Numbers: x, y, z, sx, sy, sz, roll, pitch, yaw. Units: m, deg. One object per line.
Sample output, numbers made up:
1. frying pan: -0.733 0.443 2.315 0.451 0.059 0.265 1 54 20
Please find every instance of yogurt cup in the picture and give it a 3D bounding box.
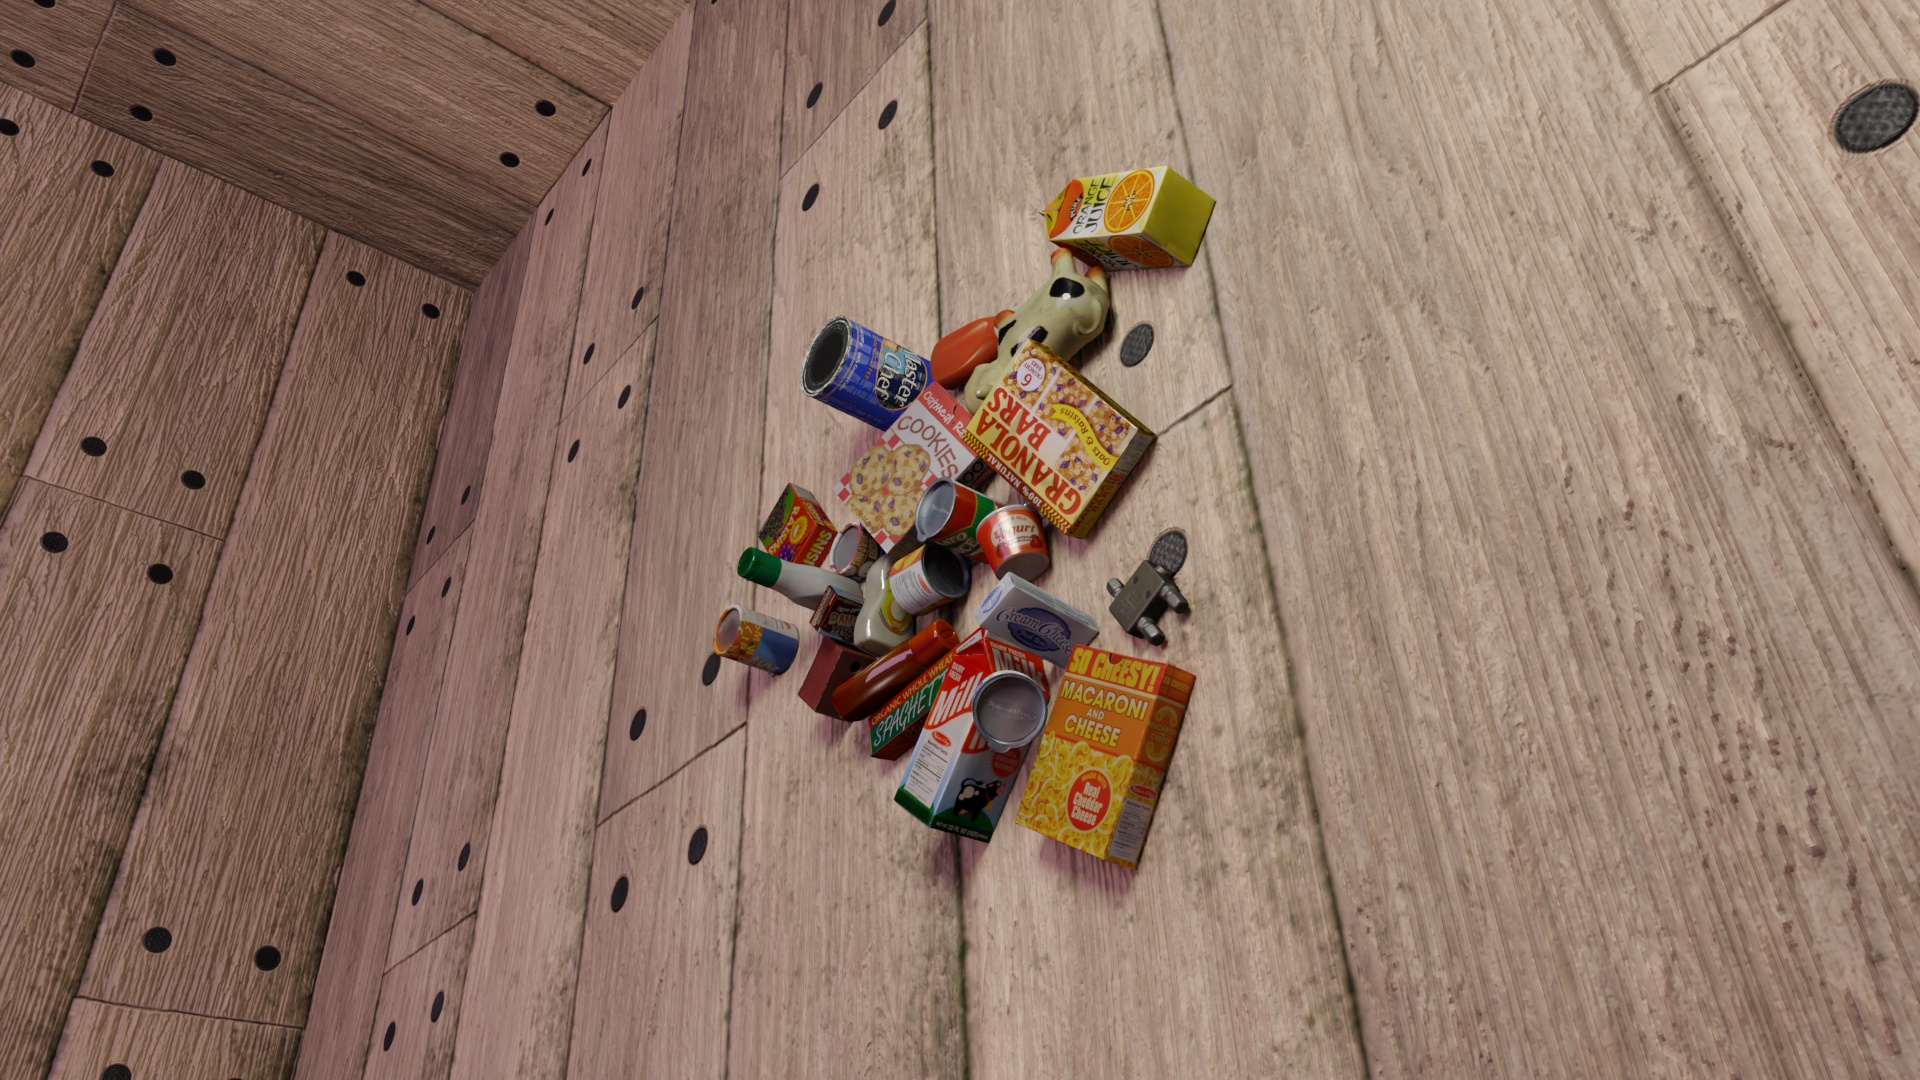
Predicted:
1. yogurt cup: 0.054 0.006 1.356 0.072 0.072 0.054 -43 47 32

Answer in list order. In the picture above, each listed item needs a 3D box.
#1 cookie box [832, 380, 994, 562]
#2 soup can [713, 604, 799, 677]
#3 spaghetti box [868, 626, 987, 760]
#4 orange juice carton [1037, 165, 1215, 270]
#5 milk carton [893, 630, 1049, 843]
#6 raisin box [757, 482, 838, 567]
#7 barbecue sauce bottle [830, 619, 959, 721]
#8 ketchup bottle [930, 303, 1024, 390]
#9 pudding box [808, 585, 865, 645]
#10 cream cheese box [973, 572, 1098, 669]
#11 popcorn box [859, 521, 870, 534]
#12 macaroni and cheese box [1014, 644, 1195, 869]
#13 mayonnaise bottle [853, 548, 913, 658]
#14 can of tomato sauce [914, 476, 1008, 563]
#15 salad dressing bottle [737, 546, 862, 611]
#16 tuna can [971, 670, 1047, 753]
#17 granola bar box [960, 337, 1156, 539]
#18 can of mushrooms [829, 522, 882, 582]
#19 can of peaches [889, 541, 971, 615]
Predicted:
1. cookie box: -0.045 -0.075 1.506 0.167 0.040 0.123 -46 52 5
2. soup can: -0.251 0.124 1.696 0.071 0.084 0.071 -32 46 41
3. spaghetti box: -0.009 0.142 1.389 0.249 0.028 0.050 -41 40 33
4. orange juice carton: 0.158 -0.322 1.406 0.192 0.072 0.073 13 81 57
5. milk carton: 0.018 0.174 1.291 0.073 0.072 0.190 21 89 57
6. raisin box: -0.206 -0.008 1.757 0.086 0.040 0.124 -57 34 12
7. barbecue sauce bottle: -0.066 0.135 1.448 0.148 0.065 0.044 -37 76 27
8. ketchup bottle: 0.027 -0.221 1.555 0.148 0.043 0.065 -22 53 47
9. pudding box: -0.118 0.087 1.529 0.049 0.083 0.030 -61 33 7
10. cream cheese box: 0.069 0.073 1.254 0.053 0.104 0.024 -51 29 19
11. popcorn box: -0.069 -0.072 1.603 0.126 0.038 0.085 -42 39 32
12. macaroni and cheese box: 0.120 0.177 1.172 0.123 0.040 0.166 7 76 56
13. mayonnaise bottle: -0.075 0.055 1.512 0.041 0.065 0.149 -27 45 46
14. can of tomato sauce: 0.005 -0.018 1.420 0.071 0.083 0.071 -33 45 41
15. salad dressing bottle: -0.183 0.048 1.587 0.064 0.147 0.044 -25 51 46
16. tuna can: 0.042 0.151 1.226 0.033 0.071 0.071 153 140 -89
17. granola bar box: 0.092 -0.099 1.338 0.166 0.039 0.124 45 109 33
18. can of mushrooms: -0.122 0.013 1.628 0.070 0.033 0.071 -34 44 40
19. can of peaches: -0.031 0.039 1.455 0.058 0.071 0.071 -31 47 43
